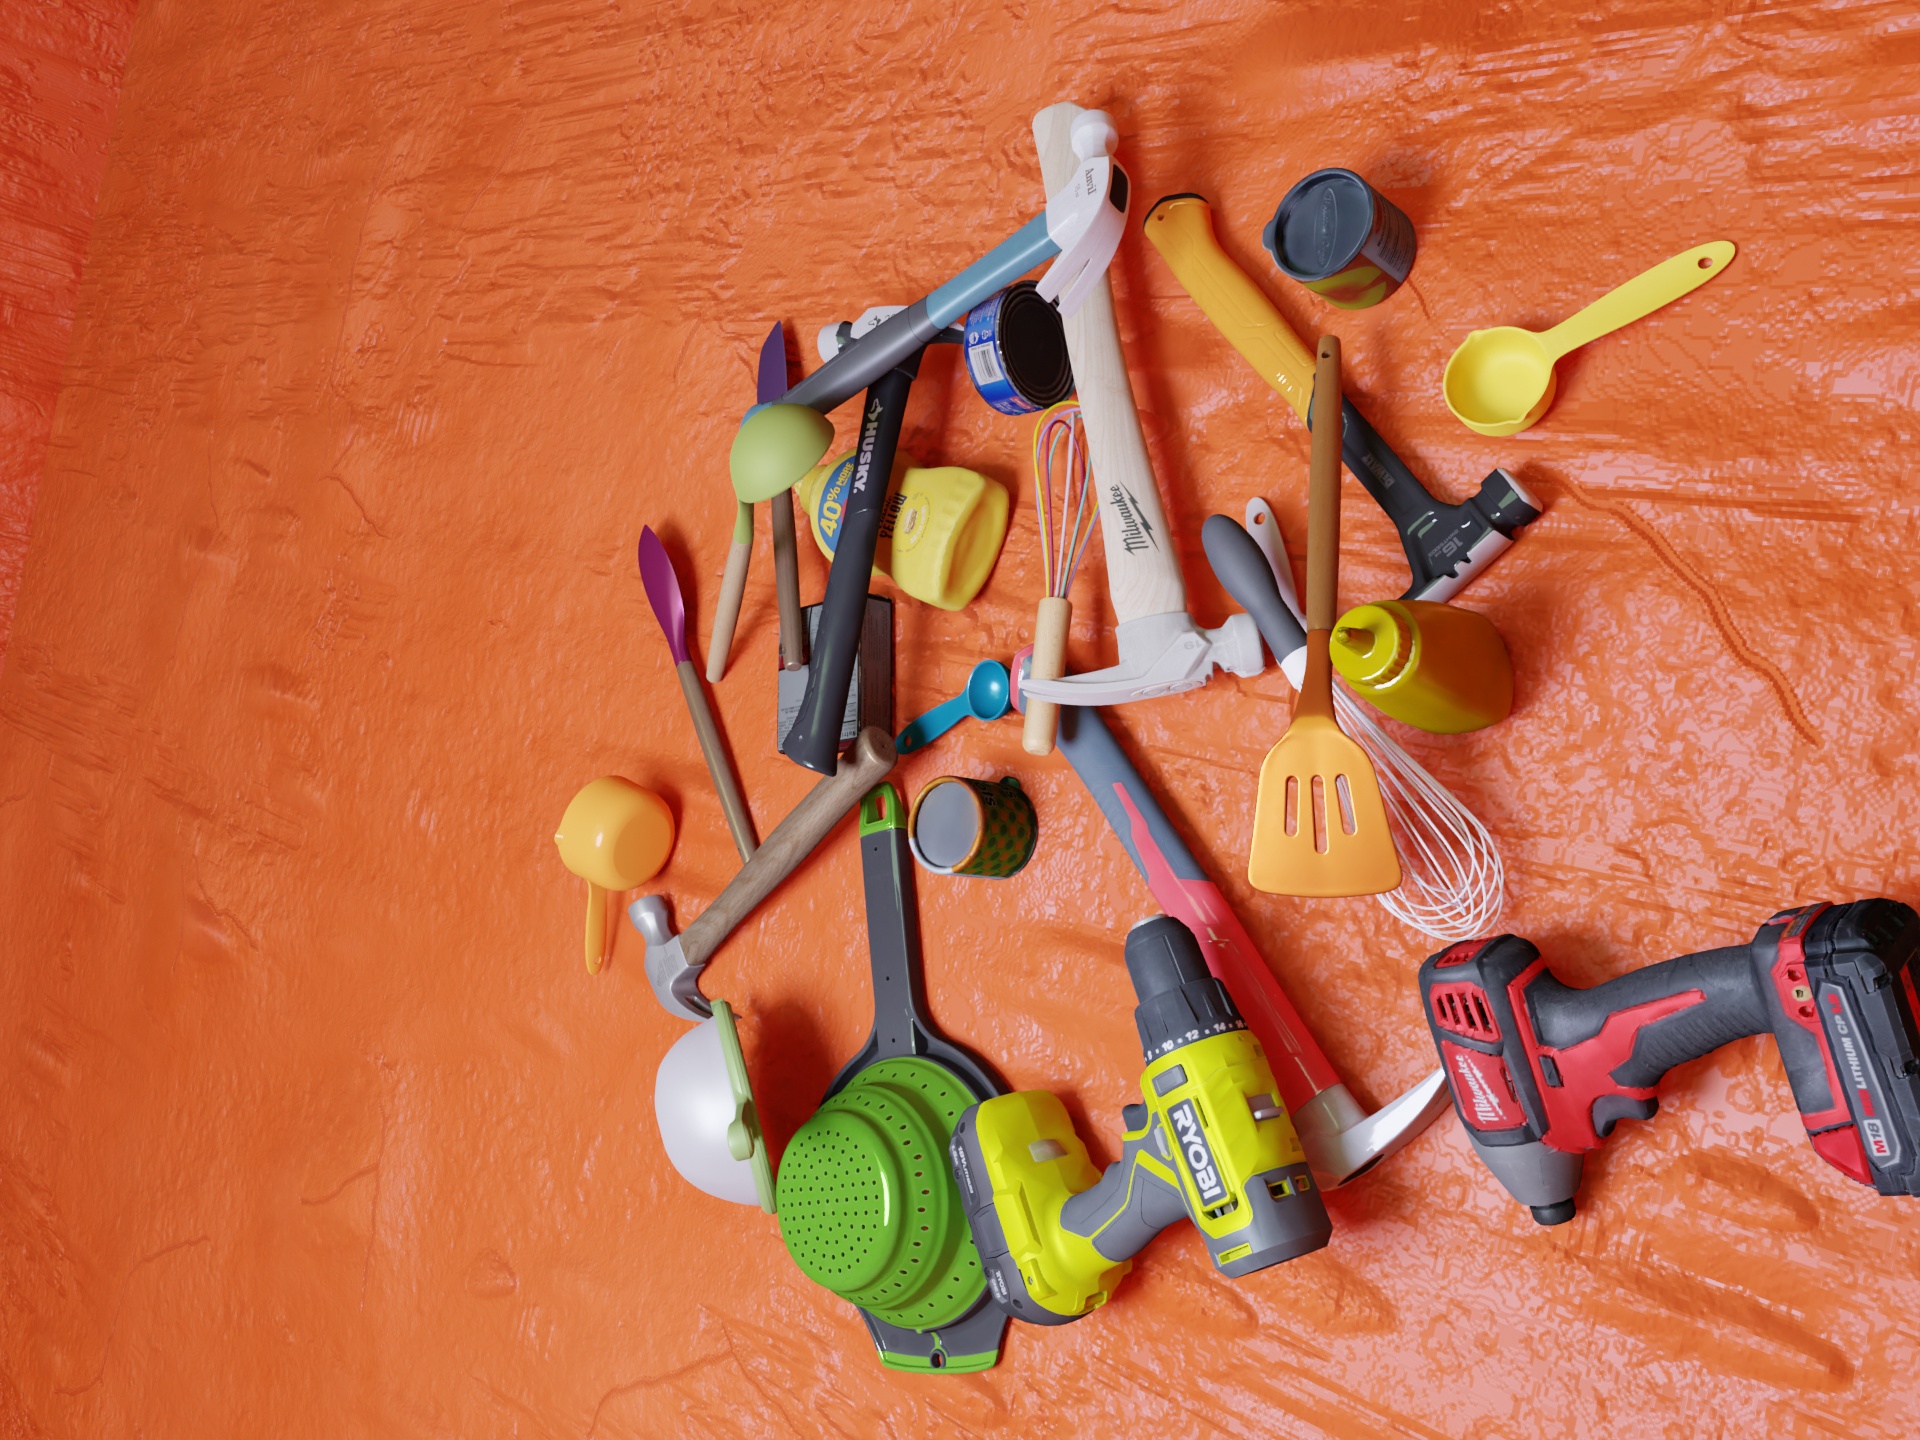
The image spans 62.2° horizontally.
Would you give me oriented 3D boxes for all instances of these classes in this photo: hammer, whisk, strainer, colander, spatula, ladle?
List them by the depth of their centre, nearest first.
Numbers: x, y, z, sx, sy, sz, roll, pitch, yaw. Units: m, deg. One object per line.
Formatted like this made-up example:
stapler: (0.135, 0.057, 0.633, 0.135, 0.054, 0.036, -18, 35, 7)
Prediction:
spatula: (0.198, -0.065, 0.864, 0.081, 0.041, 0.323, -4, 67, 26)
whisk: (0.206, -0.003, 0.878, 0.070, 0.070, 0.285, -42, 63, 28)
hammer: (0.142, 0.089, 0.948, 0.143, 0.038, 0.387, -46, 56, 24)
hammer: (0.197, -0.199, 0.953, 0.127, 0.034, 0.337, -45, 56, 25)
hammer: (0.082, -0.210, 1.009, 0.146, 0.038, 0.411, -10, 72, 7)
whisk: (0.060, -0.096, 1.025, 0.051, 0.047, 0.245, -10, 65, 45)
hammer: (-0.026, -0.263, 1.049, 0.331, 0.033, 0.128, -27, 51, 33)
strainer: (-0.169, 0.271, 1.060, 0.256, 0.069, 0.151, 136, 120, -80)
colander: (-0.062, 0.232, 1.063, 0.204, 0.094, 0.397, -19, 71, 38)
hammer: (-0.066, -0.126, 1.087, 0.146, 0.035, 0.335, 2, 77, 40)
ladle: (-0.150, -0.112, 1.157, 0.320, 0.062, 0.078, 115, 180, -55)
hammer: (-0.145, 0.115, 1.174, 0.331, 0.031, 0.130, -46, 59, 36)
spatula: (-0.139, -0.175, 1.227, 0.059, 0.018, 0.316, -45, 44, 48)

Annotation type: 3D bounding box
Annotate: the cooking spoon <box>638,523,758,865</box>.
cooking spoon: (-0.216, -0.023, 1.286, 0.319, 0.017, 0.068, 67, 150, 23)

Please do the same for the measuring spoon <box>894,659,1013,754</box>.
measuring spoon: (-0.002, -0.004, 1.109, 0.128, 0.021, 0.042, -31, 64, 44)

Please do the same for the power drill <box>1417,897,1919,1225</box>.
power drill: (0.330, 0.162, 0.735, 0.220, 0.078, 0.143, -17, 89, 43)

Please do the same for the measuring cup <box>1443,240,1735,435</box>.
measuring cup: (0.335, -0.204, 0.846, 0.156, 0.029, 0.062, -28, 64, 22)

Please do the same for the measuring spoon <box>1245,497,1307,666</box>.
measuring spoon: (0.195, -0.081, 0.951, 0.034, 0.018, 0.124, -32, 56, 33)

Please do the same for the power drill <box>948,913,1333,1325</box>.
power drill: (0.092, 0.235, 0.905, 0.228, 0.080, 0.191, -43, 58, 43)

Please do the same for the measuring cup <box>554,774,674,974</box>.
measuring cup: (-0.277, 0.133, 1.288, 0.052, 0.095, 0.173, 17, 107, 35)
